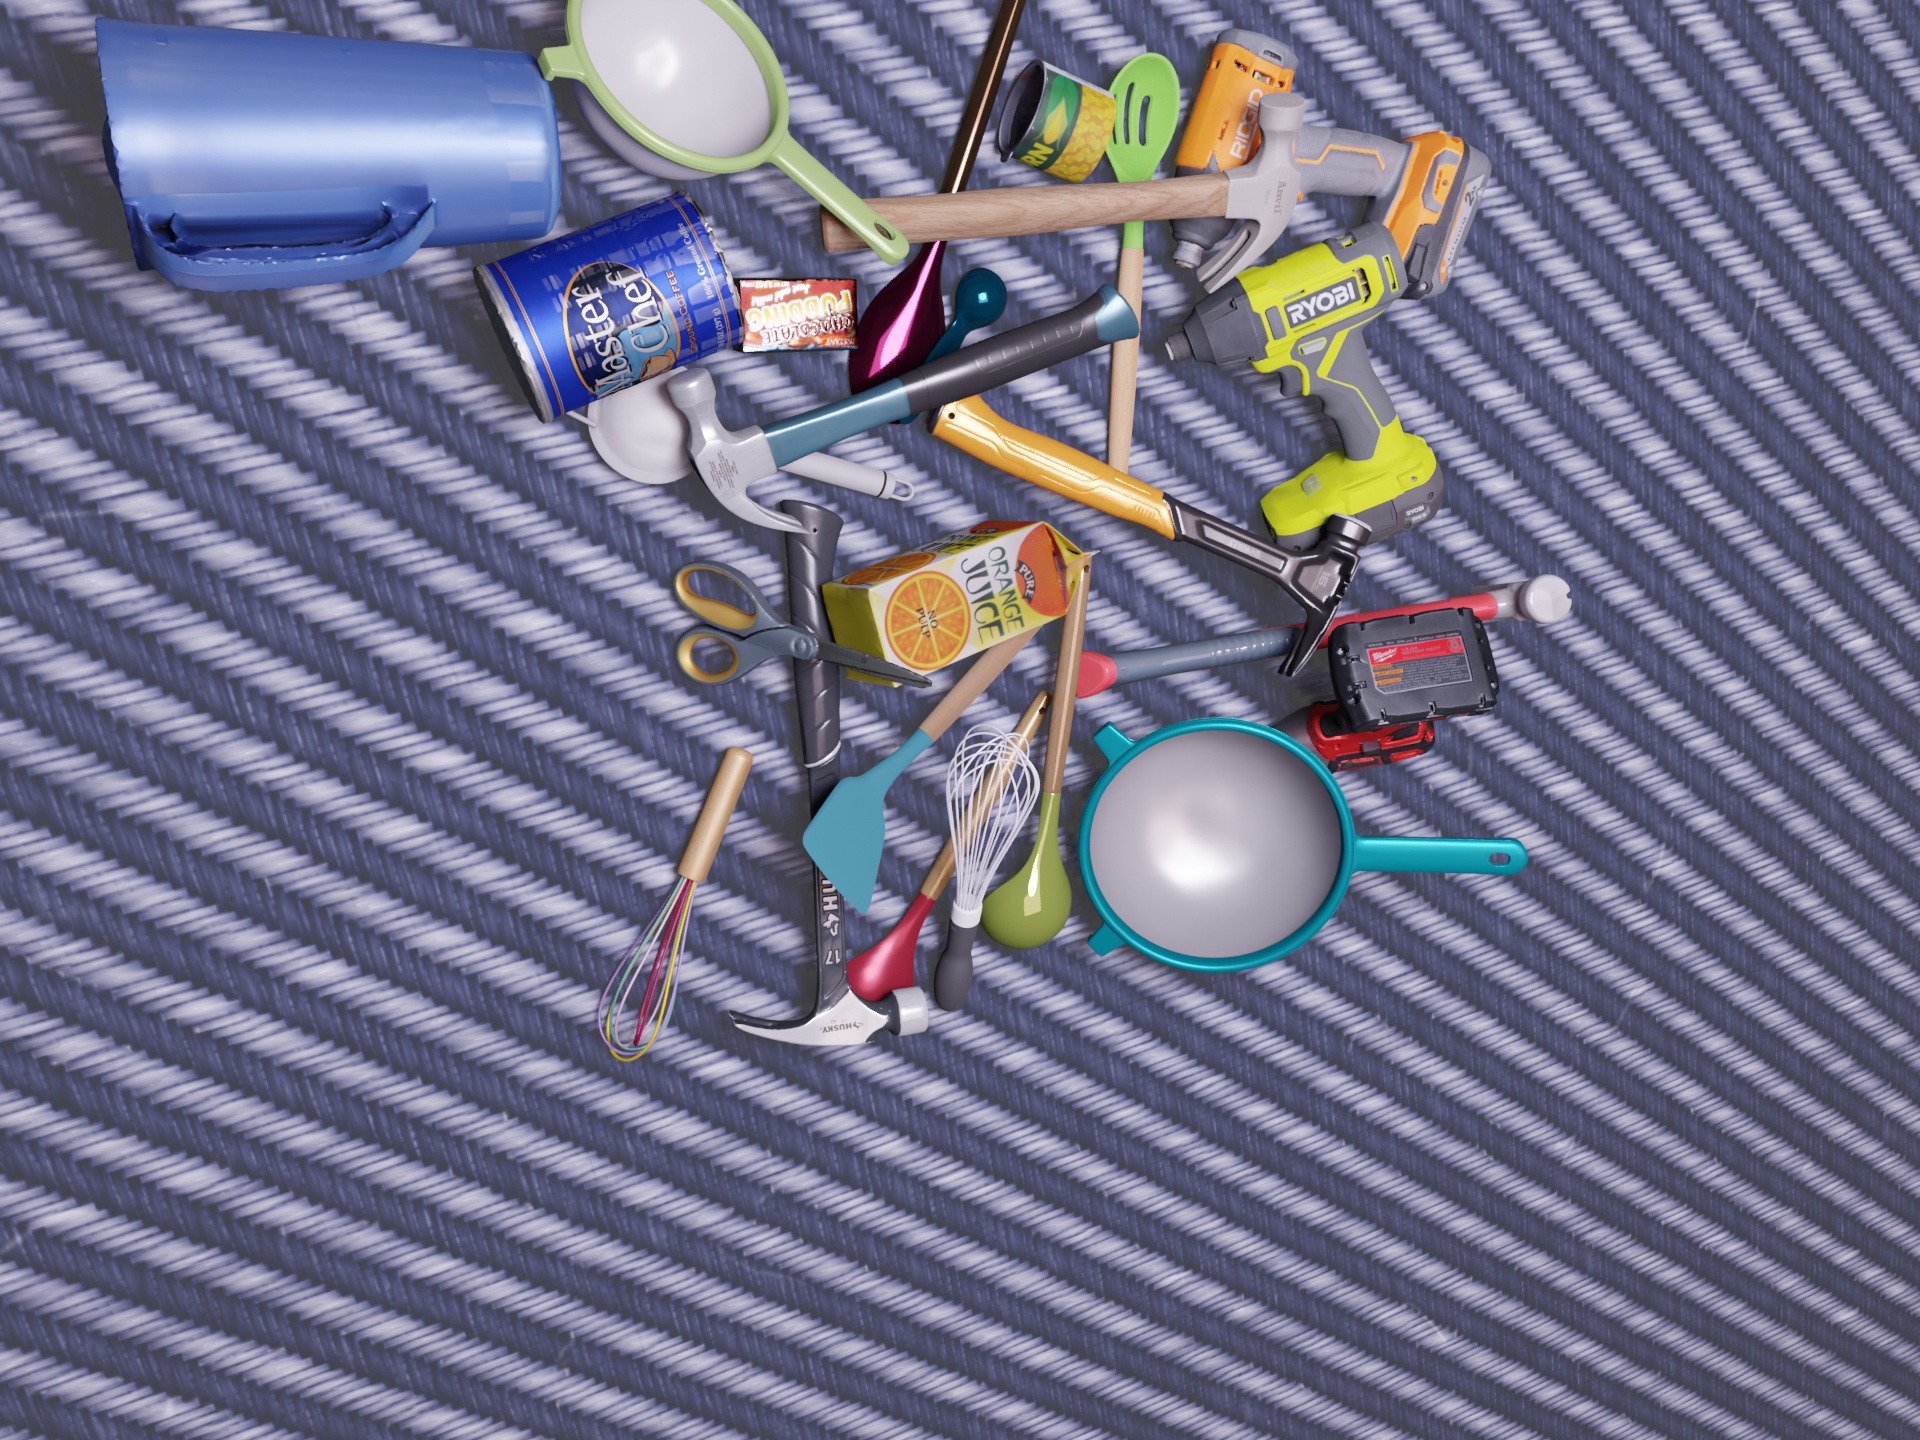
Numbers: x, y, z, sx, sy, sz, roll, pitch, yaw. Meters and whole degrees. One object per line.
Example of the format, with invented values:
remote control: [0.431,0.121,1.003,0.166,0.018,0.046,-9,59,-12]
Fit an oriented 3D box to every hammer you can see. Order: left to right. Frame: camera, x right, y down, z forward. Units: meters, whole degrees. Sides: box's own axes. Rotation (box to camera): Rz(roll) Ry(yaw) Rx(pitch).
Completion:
hammer: [-0.105,0.044,1.159,0.149,0.036,0.409,-6,101,-18]
hammer: [-0.027,-0.227,1.085,0.331,0.033,0.128,-24,122,-13]
hammer: [0.070,-0.349,1.090,0.331,0.031,0.130,-7,132,-6]
hammer: [0.129,-0.151,1.164,0.336,0.034,0.127,23,95,-9]
hammer: [0.273,-0.067,1.269,0.386,0.143,0.038,-10,93,-7]

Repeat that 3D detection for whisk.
whisk: [-0.202,0.136,1.160,0.051,0.047,0.245,22,93,-23]
whisk: [0.008,0.118,1.188,0.070,0.070,0.284,-6,131,-20]

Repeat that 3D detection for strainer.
strainer: [-0.148,-0.367,1.017,0.256,0.069,0.152,35,53,-23]
strainer: [-0.145,-0.190,1.095,0.258,0.050,0.087,12,85,-27]
strainer: [0.263,0.087,1.254,0.340,0.095,0.211,1,108,4]

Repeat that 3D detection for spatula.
spatula: [-0.002,-0.004,1.160,0.317,0.044,0.082,-48,123,-19]

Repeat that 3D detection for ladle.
ladle: [-0.012,0.114,1.237,0.069,0.031,0.315,30,91,-25]
ladle: [0.067,0.025,1.225,0.078,0.062,0.320,1,102,-31]

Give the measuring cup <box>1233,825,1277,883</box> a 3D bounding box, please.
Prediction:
measuring cup: [0.248,0.076,1.317,0.083,0.038,0.167,-26,114,-13]

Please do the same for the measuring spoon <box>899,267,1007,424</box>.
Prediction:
measuring spoon: [-0.004,-0.263,1.127,0.042,0.021,0.128,35,84,-41]

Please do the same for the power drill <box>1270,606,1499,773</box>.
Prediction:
power drill: [0.317,-0.010,1.233,0.143,0.219,0.079,-8,75,-4]

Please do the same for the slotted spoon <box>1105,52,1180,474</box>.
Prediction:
slotted spoon: [0.123,-0.320,1.168,0.070,0.031,0.313,-9,110,-33]

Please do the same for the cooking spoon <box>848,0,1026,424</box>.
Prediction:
cooking spoon: [-0.008,-0.363,1.110,0.068,0.017,0.319,15,99,-24]

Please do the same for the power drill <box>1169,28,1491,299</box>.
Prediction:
power drill: [0.262,-0.388,1.177,0.226,0.084,0.164,16,101,-20]

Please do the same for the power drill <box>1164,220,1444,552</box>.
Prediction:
power drill: [0.262,-0.237,1.186,0.171,0.080,0.223,-21,122,9]
